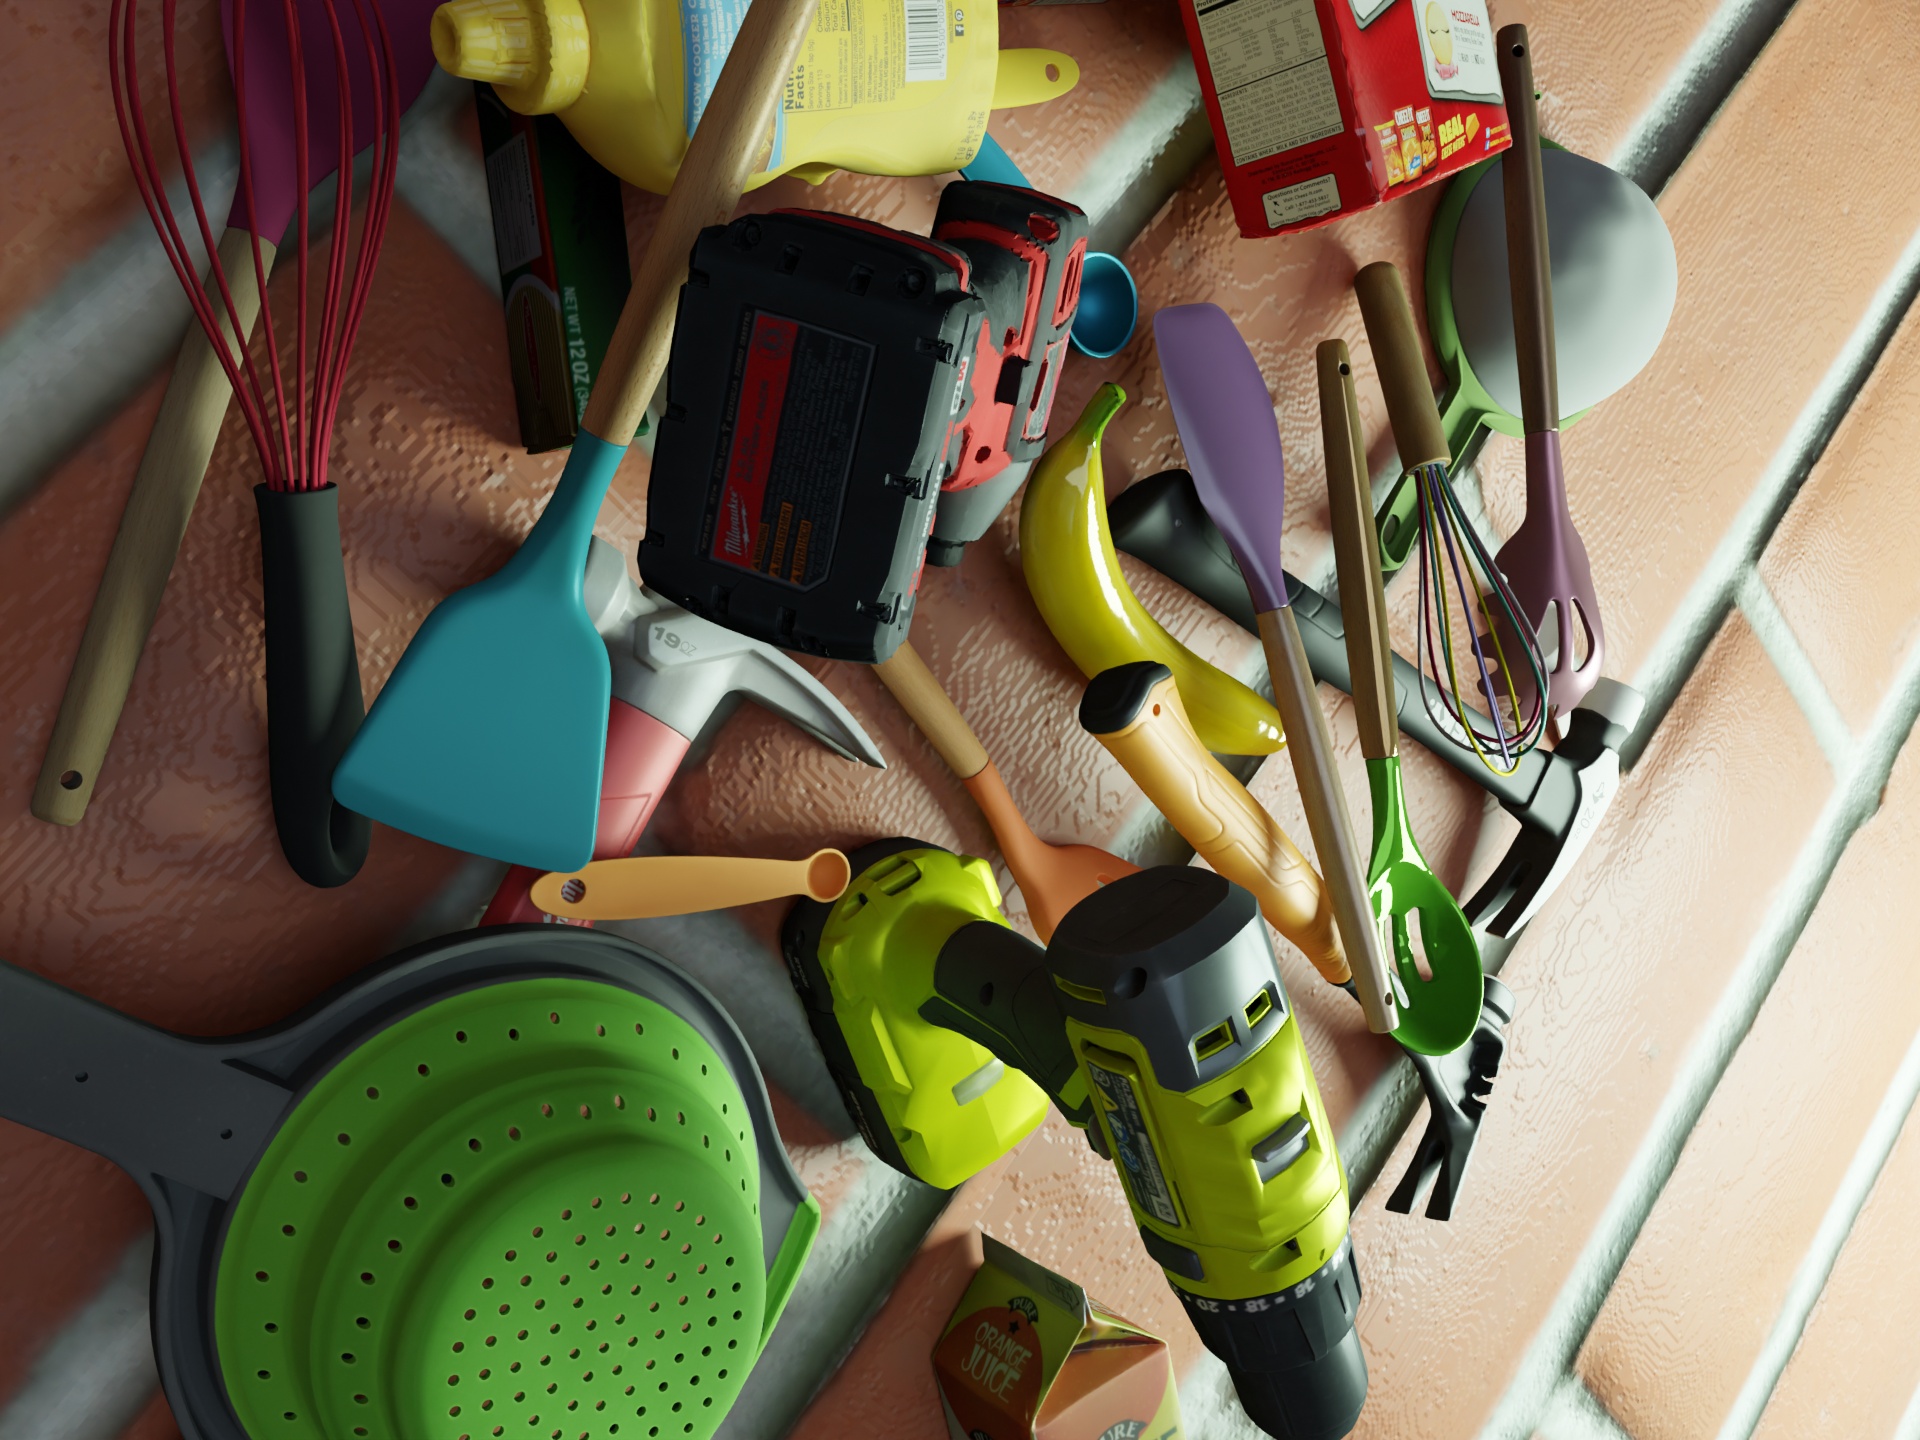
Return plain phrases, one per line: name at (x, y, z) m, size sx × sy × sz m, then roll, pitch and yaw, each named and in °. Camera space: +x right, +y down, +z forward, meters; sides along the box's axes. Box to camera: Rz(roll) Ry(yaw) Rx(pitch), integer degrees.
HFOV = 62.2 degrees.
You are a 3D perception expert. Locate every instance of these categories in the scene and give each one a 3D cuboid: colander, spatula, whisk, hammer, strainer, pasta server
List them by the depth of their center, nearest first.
colander at (-0.181, 0.129, 0.439) m, size 0.396 × 0.094 × 0.204 m, roll 37°, pitch 75°, yaw -33°
whisk at (-0.197, -0.088, 0.465) m, size 0.073 × 0.073 × 0.295 m, roll -9°, pitch 111°, yaw -32°
spatula at (-0.094, -0.105, 0.472) m, size 0.082 × 0.044 × 0.317 m, roll 21°, pitch 107°, yaw -20°
hammer at (-0.164, 0.137, 0.534) m, size 0.143 × 0.038 × 0.386 m, roll 34°, pitch 76°, yaw -32°
spatula at (-0.001, -0.002, 0.623) m, size 0.322 × 0.041 × 0.081 m, roll 53°, pitch 44°, yaw -23°
spatula at (0.139, -0.022, 0.668) m, size 0.059 × 0.018 × 0.316 m, roll -16°, pitch 91°, yaw -35°
hammer at (0.153, 0.095, 0.706) m, size 0.336 × 0.034 × 0.127 m, roll 45°, pitch 59°, yaw -32°
whisk at (0.215, -0.094, 0.714) m, size 0.047 × 0.051 × 0.245 m, roll -8°, pitch 78°, yaw -17°
pasta server at (0.261, -0.157, 0.731) m, size 0.060 × 0.040 × 0.316 m, roll -4°, pitch 90°, yaw -5°
hammer at (0.192, -0.016, 0.745) m, size 0.334 × 0.035 × 0.146 m, roll 29°, pitch 85°, yaw -29°
strainer at (0.276, -0.175, 0.767) m, size 0.151 × 0.069 × 0.256 m, roll 43°, pitch 70°, yaw -28°

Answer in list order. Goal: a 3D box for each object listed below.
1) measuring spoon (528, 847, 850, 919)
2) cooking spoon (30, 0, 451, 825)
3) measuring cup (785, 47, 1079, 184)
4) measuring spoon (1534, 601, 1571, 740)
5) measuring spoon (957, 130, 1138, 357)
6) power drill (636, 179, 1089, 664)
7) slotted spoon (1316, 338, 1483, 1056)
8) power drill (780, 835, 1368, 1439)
measuring spoon at (-0.092, 0.056, 0.548) m, size 0.116 × 0.011 × 0.021 m, roll -1°, pitch 94°, yaw -32°
cooking spoon at (-0.224, -0.123, 0.483) m, size 0.068 × 0.017 × 0.319 m, roll 21°, pitch 83°, yaw -41°
measuring cup at (-0.012, -0.242, 0.600) m, size 0.156 × 0.029 × 0.062 m, roll -18°, pitch 104°, yaw -29°
measuring spoon at (0.314, -0.015, 0.843) m, size 0.034 × 0.018 × 0.124 m, roll -37°, pitch 120°, yaw -10°
measuring spoon at (0.024, -0.194, 0.629) m, size 0.128 × 0.021 × 0.042 m, roll 42°, pitch 71°, yaw -32°
power drill at (-0.017, -0.101, 0.524) m, size 0.220 × 0.078 × 0.143 m, roll -48°, pitch 155°, yaw -65°
slotted spoon at (0.183, -0.010, 0.697) m, size 0.070 × 0.031 × 0.314 m, roll -9°, pitch 92°, yaw -27°
power drill at (0.040, 0.133, 0.549) m, size 0.080 × 0.229 × 0.190 m, roll -29°, pitch 109°, yaw -27°
